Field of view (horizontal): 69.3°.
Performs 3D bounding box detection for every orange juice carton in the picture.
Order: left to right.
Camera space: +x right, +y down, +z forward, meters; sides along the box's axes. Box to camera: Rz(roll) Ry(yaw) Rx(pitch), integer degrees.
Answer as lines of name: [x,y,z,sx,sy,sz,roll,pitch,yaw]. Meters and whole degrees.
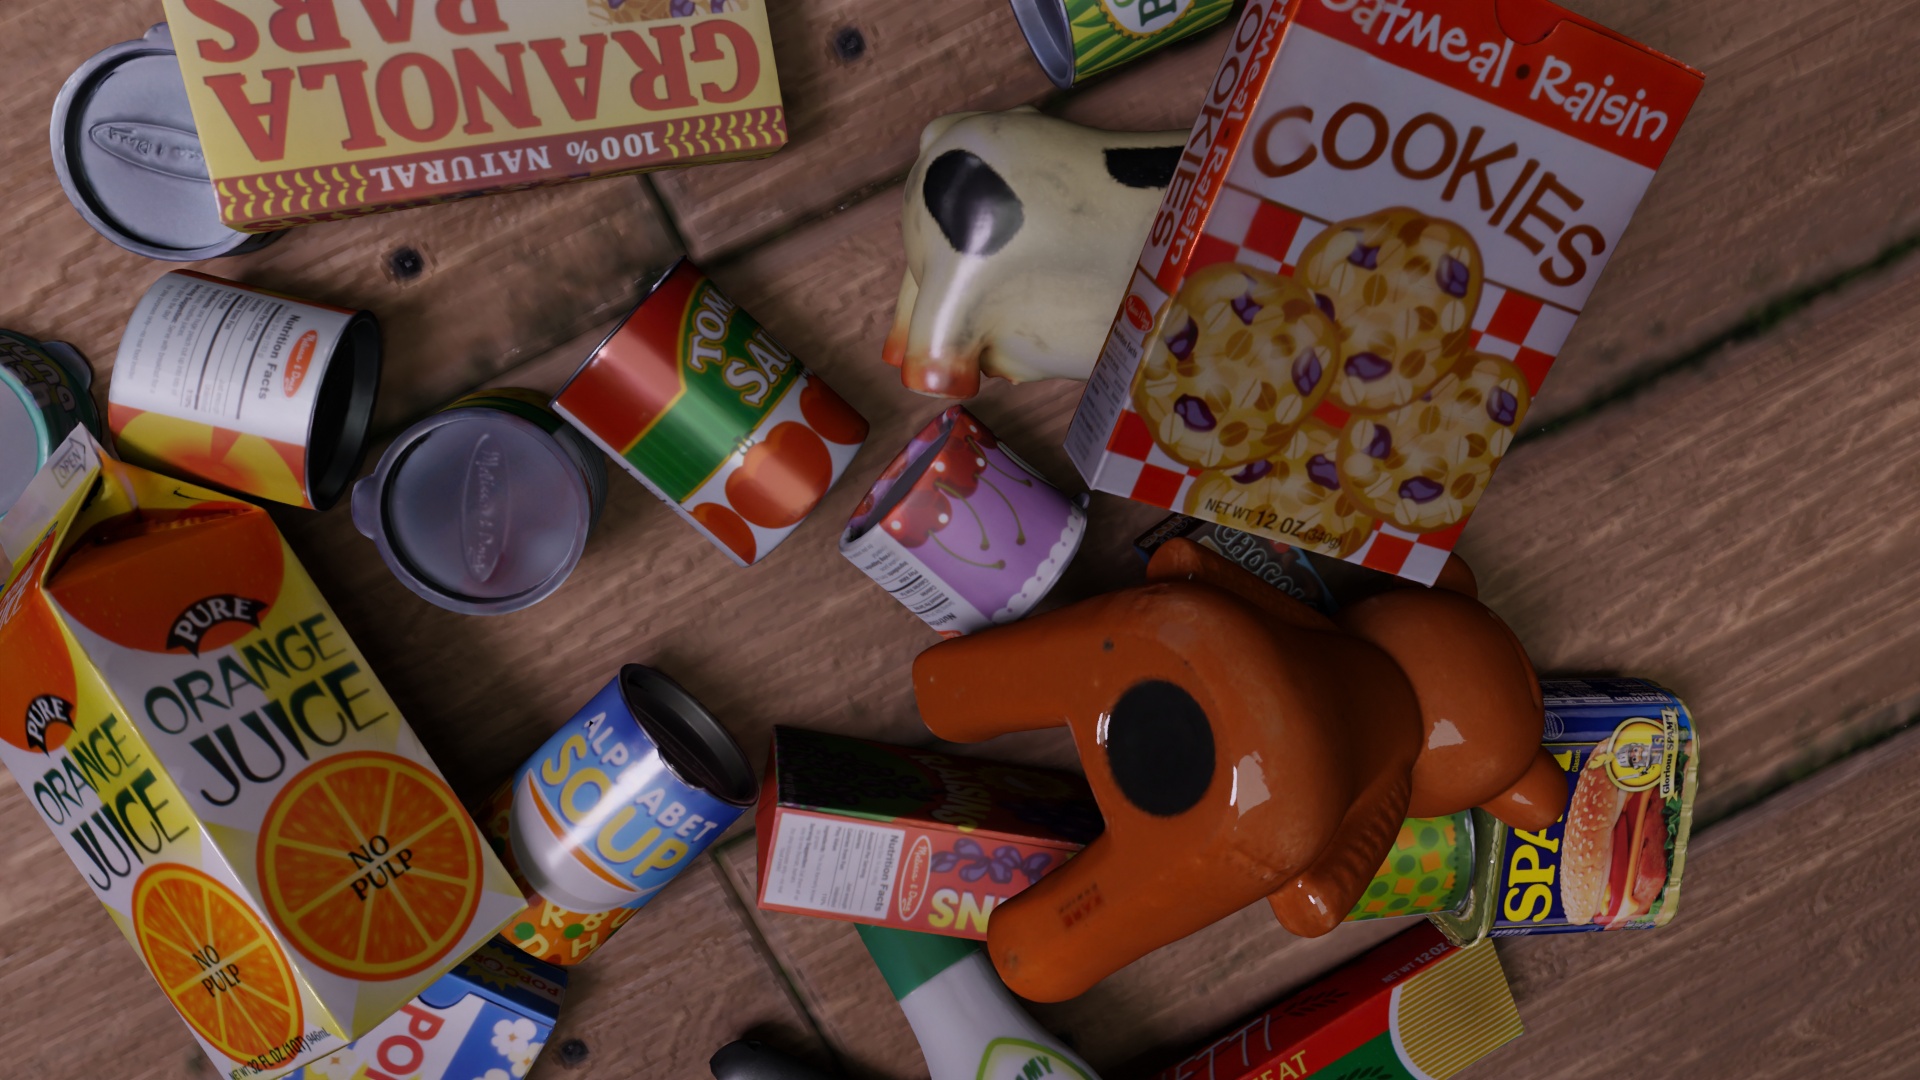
orange juice carton: [-0.227,0.062,0.421,0.071,0.073,0.192,-31,93,33]

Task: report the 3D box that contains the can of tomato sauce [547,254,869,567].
can of tomato sauce: [-0.080,-0.043,0.457,0.083,0.071,0.071,42,94,-15]

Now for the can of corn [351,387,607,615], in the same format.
can of corn: [-0.155,-0.015,0.458,0.071,0.058,0.071,-2,103,-7]

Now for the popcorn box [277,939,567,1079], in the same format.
popcorn box: [-0.212,0.201,0.508,0.085,0.038,0.126,29,97,-11]

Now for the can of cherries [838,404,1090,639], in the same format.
can of cherries: [0.002,-0.006,0.479,0.058,0.071,0.071,40,95,-13]

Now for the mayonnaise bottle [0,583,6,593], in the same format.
mayonnaise bottle: [-0.271,0.078,0.463,0.041,0.065,0.148,-37,100,15]

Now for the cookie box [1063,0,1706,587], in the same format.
cookie box: [0.120,-0.079,0.409,0.123,0.040,0.166,15,112,-16]

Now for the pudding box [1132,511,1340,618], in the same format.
pudding box: [0.108,0.022,0.516,0.049,0.030,0.083,-35,105,0]

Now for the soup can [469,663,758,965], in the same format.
soup can: [-0.123,0.095,0.480,0.084,0.071,0.071,-44,104,3]

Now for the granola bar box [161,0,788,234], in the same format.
granola bar box: [-0.146,-0.167,0.418,0.166,0.039,0.124,-14,102,-18]

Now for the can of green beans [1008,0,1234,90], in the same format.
can of green beans: [0.048,-0.187,0.444,0.058,0.071,0.071,-24,104,-2]

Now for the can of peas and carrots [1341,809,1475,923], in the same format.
can of peas and carrots: [0.151,0.106,0.522,0.059,0.071,0.070,-4,103,-6]

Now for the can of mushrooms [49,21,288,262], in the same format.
can of mushrooms: [-0.242,-0.124,0.436,0.071,0.033,0.071,-1,103,-7]

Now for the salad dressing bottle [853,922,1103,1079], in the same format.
salad dressing bottle: [0.011,0.189,0.499,0.064,0.043,0.148,-26,70,-23]

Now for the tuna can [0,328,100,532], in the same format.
tuna can: [-0.316,-0.036,0.445,0.071,0.033,0.071,-2,103,-7]

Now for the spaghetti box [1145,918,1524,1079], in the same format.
spaghetti box: [0.105,0.225,0.539,0.251,0.028,0.050,-25,101,-12]

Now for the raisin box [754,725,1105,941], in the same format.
raisin box: [-0.008,0.103,0.489,0.123,0.086,0.040,11,97,-10]

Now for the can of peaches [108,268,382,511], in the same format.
can of peaches: [-0.223,-0.046,0.440,0.058,0.071,0.071,13,100,-10]
